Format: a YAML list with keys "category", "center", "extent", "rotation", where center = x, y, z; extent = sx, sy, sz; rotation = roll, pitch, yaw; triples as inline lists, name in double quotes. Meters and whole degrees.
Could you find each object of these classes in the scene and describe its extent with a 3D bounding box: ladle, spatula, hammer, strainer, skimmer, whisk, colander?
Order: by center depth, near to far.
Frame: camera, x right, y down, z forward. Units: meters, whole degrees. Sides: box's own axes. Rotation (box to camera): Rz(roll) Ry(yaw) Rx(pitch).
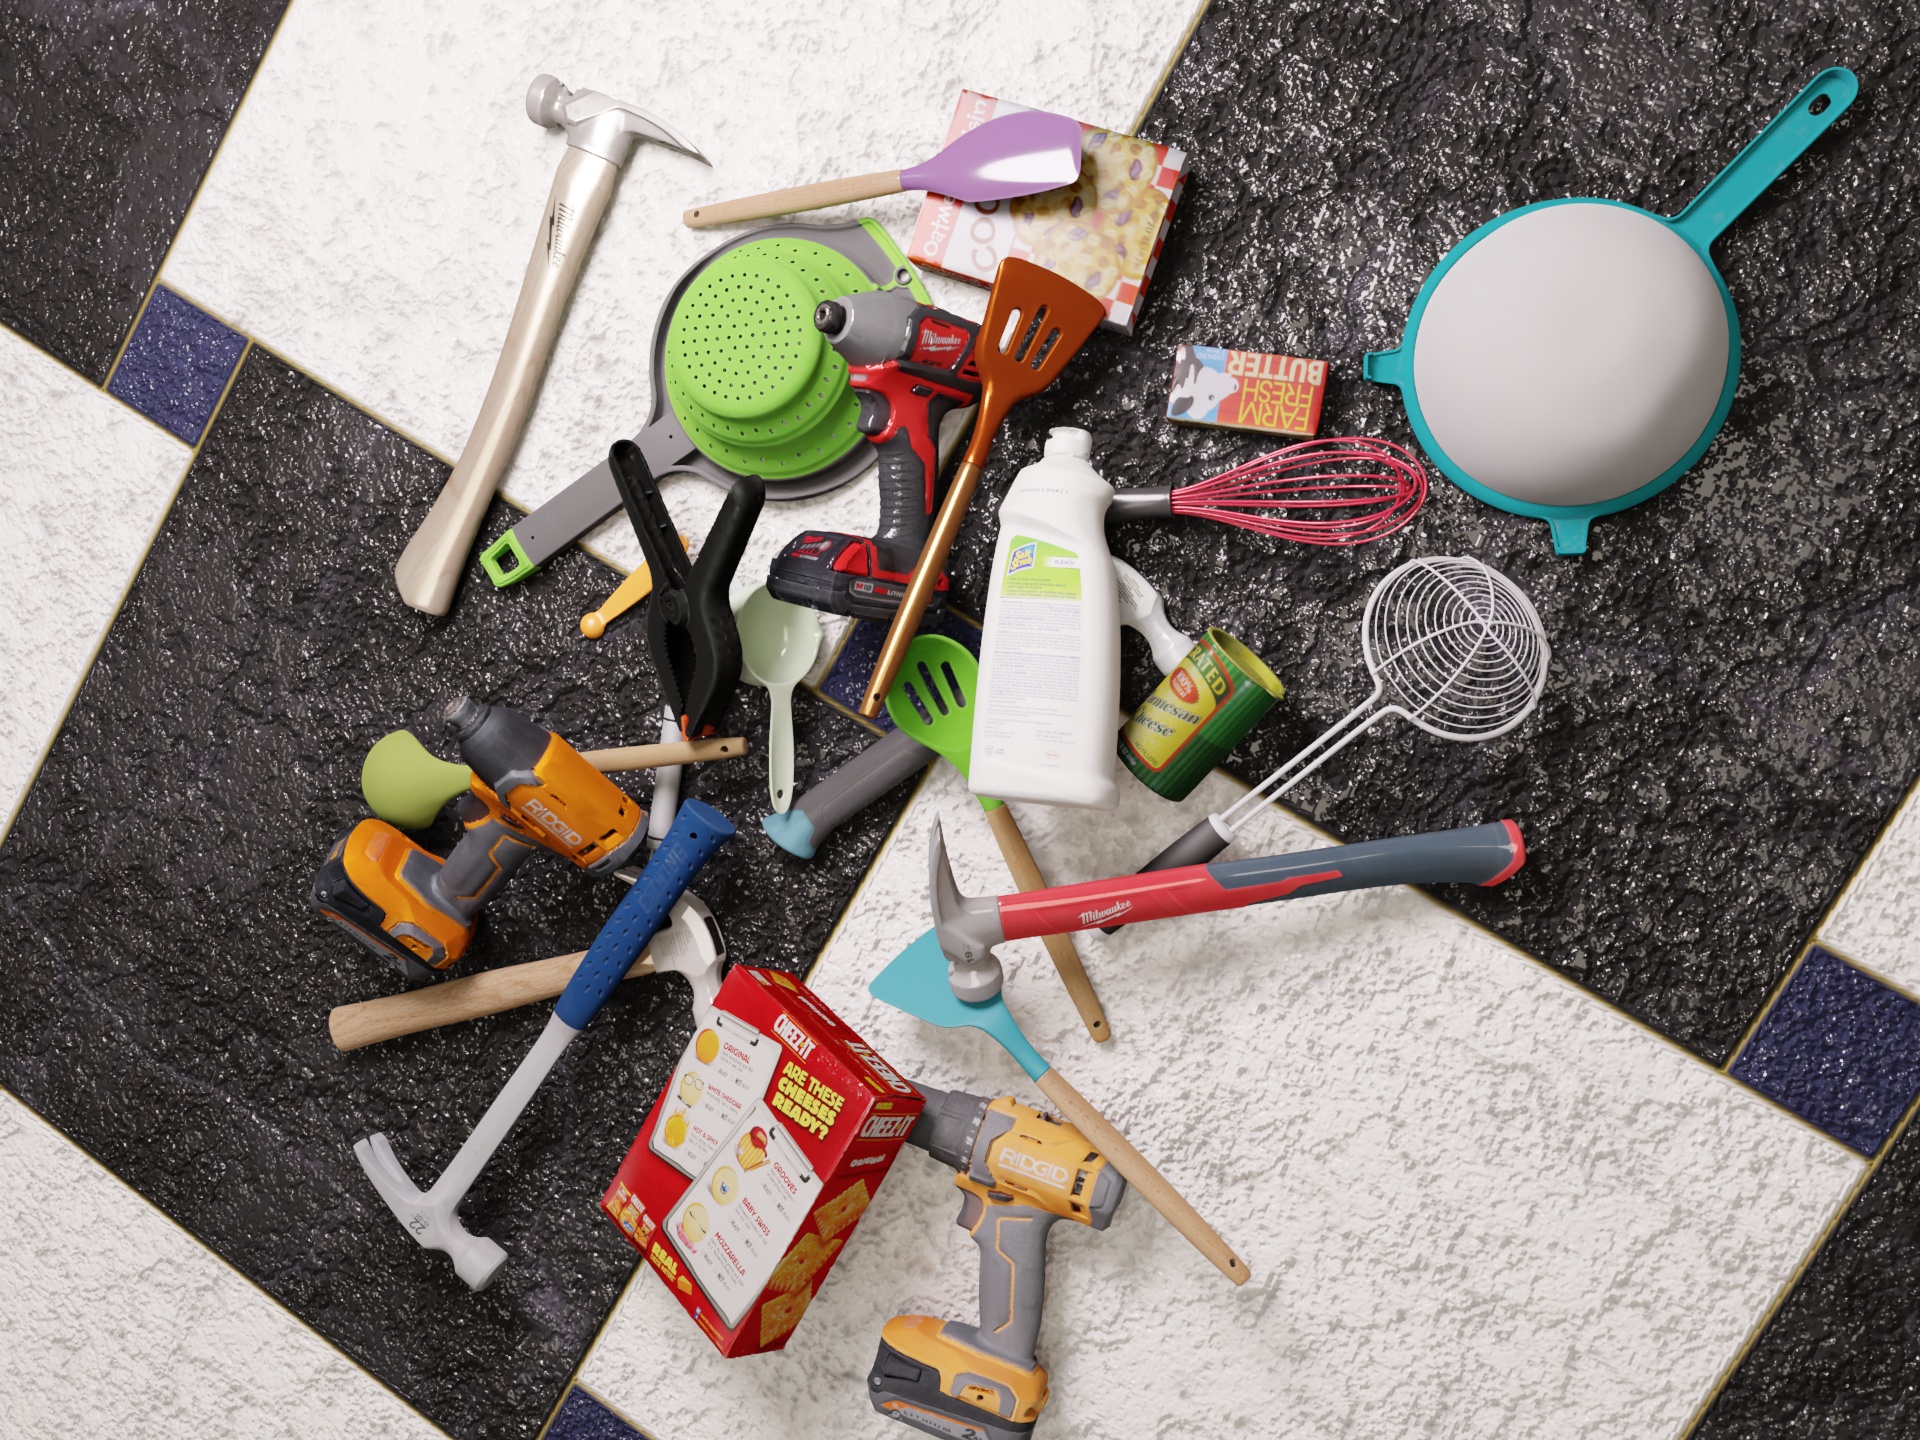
- category: "strainer"
  center: [0.432, -0.282, 0.993]
  extent: [0.211, 0.095, 0.340]
  rotation: [46, 101, 9]
- category: "hammer"
  center: [0.172, 0.097, 1.044]
  extent: [0.386, 0.038, 0.143]
  rotation: [-9, 123, 4]
- category: "spatula"
  center: [0.001, -0.151, 1.068]
  extent: [0.081, 0.041, 0.323]
  rotation: [24, 83, -14]
- category: "skimmer"
  center: [0.231, 0.032, 1.079]
  extent: [0.363, 0.090, 0.127]
  rotation: [-41, 82, 21]
- category: "spatula"
  center: [0.074, 0.261, 1.080]
  extent: [0.318, 0.044, 0.082]
  rotation: [44, 62, 14]
- category: "whisk"
  center: [0.163, -0.149, 1.081]
  extent: [0.296, 0.073, 0.073]
  rotation: [-1, 90, 20]
- category: "spatula"
  center: [-0.062, -0.378, 1.118]
  extent: [0.316, 0.018, 0.060]
  rotation: [-2, 83, 26]
- category: "hammer"
  center: [-0.002, -0.004, 1.131]
  extent: [0.331, 0.033, 0.128]
  rotation: [-35, 84, 11]
- category: "colander"
  center: [-0.206, -0.219, 1.146]
  extent: [0.397, 0.094, 0.204]
  rotation: [-33, 83, 11]
- category: "hammer"
  center: [-0.299, 0.225, 1.171]
  extent: [0.144, 0.035, 0.405]
  rotation: [37, 101, 9]
- category: "strainer"
  center: [-0.209, -0.012, 1.179]
  extent: [0.087, 0.050, 0.258]
  rotation: [12, 97, 29]
- category: "ladle"
  center: [-0.305, 0.033, 1.185]
  extent: [0.320, 0.062, 0.078]
  rotation: [-7, 100, 14]
- category: "hammer"
  center: [-0.325, -0.270, 1.205]
  extent: [0.146, 0.038, 0.410]
  rotation: [24, 96, 11]
- category: "hammer"
  center: [-0.335, 0.199, 1.213]
  extent: [0.331, 0.031, 0.130]
  rotation: [-15, 88, 13]

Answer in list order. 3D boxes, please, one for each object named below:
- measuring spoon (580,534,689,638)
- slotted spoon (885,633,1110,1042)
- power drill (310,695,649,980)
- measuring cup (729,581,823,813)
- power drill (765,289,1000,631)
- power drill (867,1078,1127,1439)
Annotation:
- category: "measuring spoon"
  center: [-0.245, -0.100, 1.191]
  extent: [0.117, 0.011, 0.021]
  rotation: [-38, 81, 20]
- category: "slotted spoon"
  center: [0.033, 0.084, 1.104]
  extent: [0.070, 0.031, 0.313]
  rotation: [-26, 96, -3]
- category: "power drill"
  center: [-0.359, 0.080, 1.145]
  extent: [0.226, 0.084, 0.164]
  rotation: [-32, 120, 22]
- category: "measuring cup"
  center: [-0.141, -0.017, 1.146]
  extent: [0.038, 0.083, 0.167]
  rotation: [2, 95, 44]
- category: "power drill"
  center: [-0.055, -0.180, 1.088]
  extent: [0.079, 0.143, 0.219]
  rotation: [17, 97, 46]
- category: "power drill"
  center: [0.003, 0.372, 1.112]
  extent: [0.185, 0.084, 0.226]
  rotation: [17, 90, 12]
